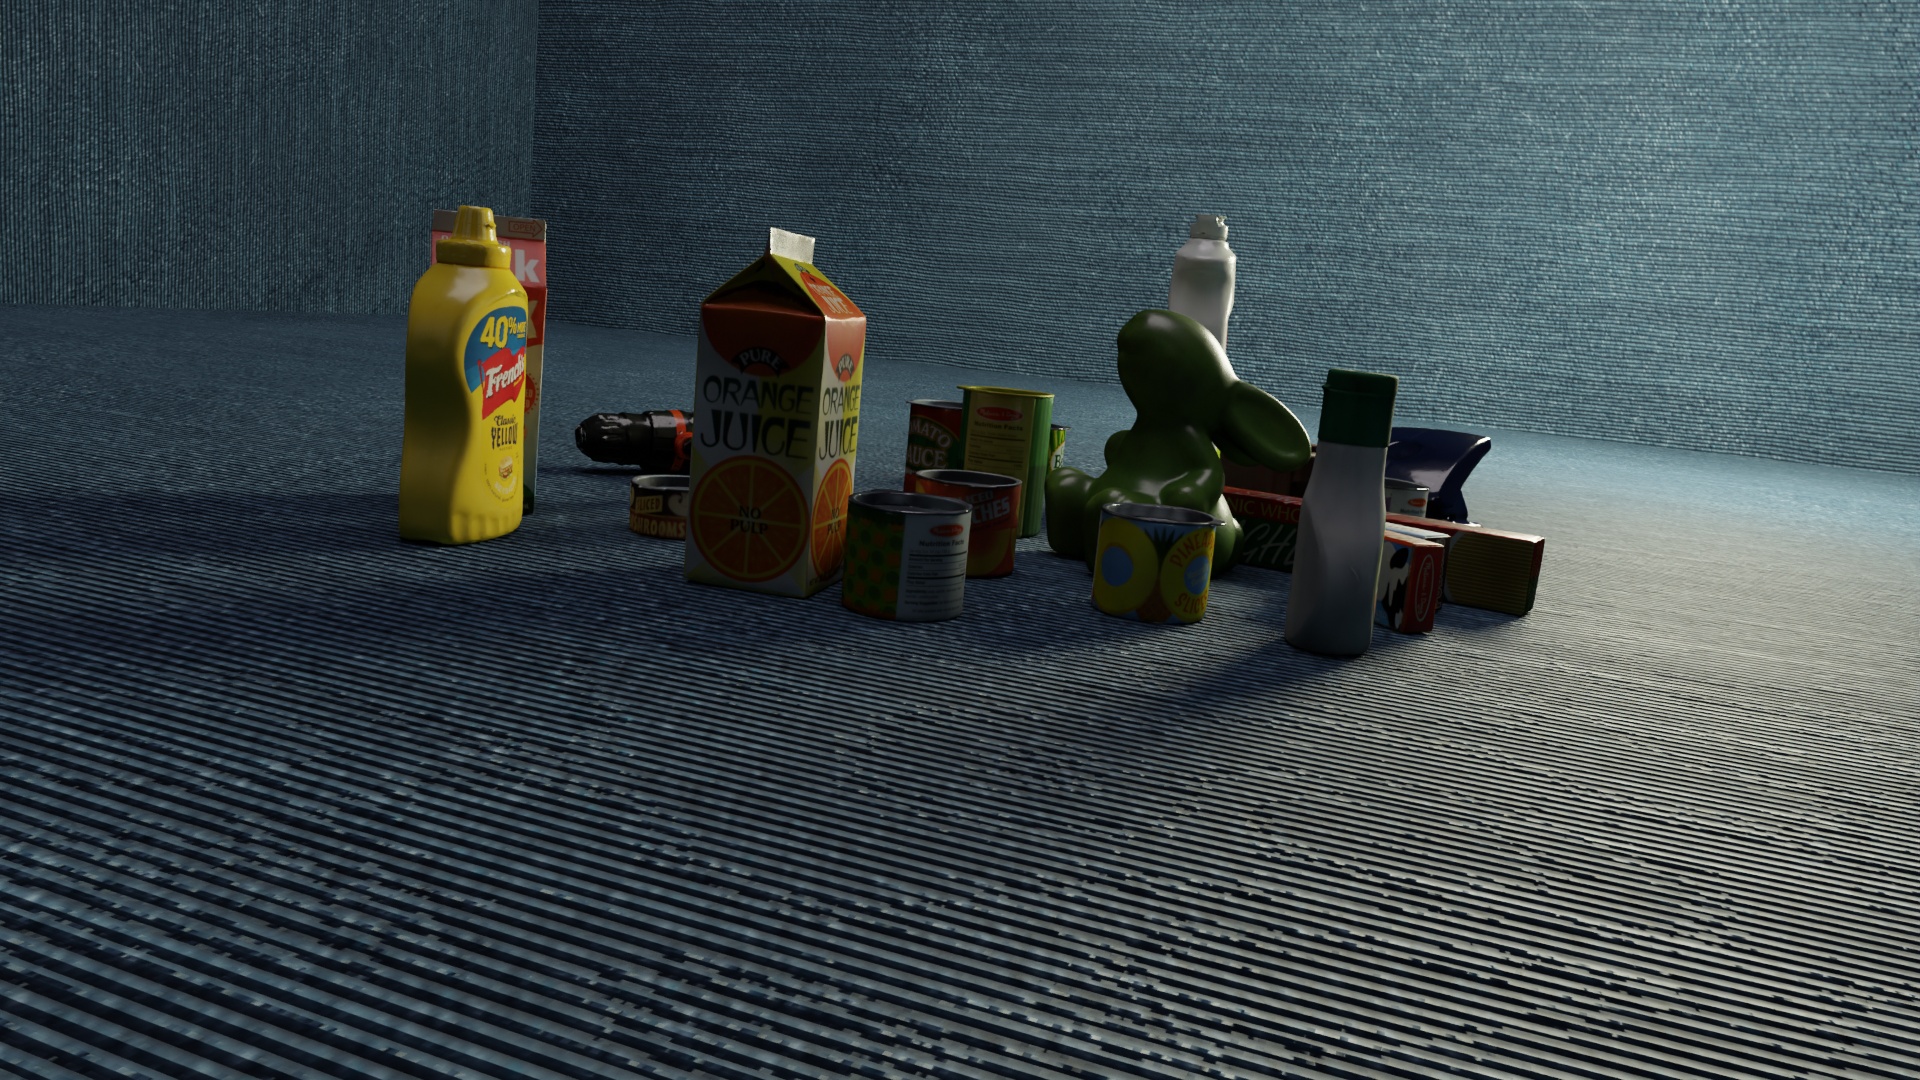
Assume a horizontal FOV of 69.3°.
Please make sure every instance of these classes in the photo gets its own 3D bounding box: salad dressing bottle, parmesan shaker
[{"bbox_3d":[0.202,-0.016,0.733,0.044,0.147,0.064,6,9,2],"label":"salad dressing bottle"},{"bbox_3d":[0.028,-0.058,1.010,0.071,0.103,0.071,5,10,-1],"label":"parmesan shaker"}]

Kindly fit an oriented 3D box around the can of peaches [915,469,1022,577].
[{"bbox_3d":[0.003,-0.011,0.858,0.071,0.058,0.071,5,10,-1],"label":"can of peaches"}]

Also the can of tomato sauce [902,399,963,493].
[{"bbox_3d":[-0.012,-0.066,1.092,0.071,0.083,0.071,5,10,-1],"label":"can of tomato sauce"}]

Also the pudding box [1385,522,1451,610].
[{"bbox_3d":[0.268,0.013,0.888,0.030,0.049,0.084,-2,12,-37],"label":"pudding box"}]

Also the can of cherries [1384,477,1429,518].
[{"bbox_3d":[0.317,-0.017,1.058,0.071,0.058,0.071,5,10,-1],"label":"can of cherries"}]

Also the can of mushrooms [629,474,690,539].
[{"bbox_3d":[-0.181,-0.022,0.894,0.071,0.033,0.071,5,10,-1],"label":"can of mushrooms"}]

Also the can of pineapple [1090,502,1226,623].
[{"bbox_3d":[0.110,0.012,0.785,0.071,0.057,0.071,5,10,-1],"label":"can of pineapple"}]

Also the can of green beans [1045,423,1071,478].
[{"bbox_3d":[0.062,-0.078,1.272,0.071,0.057,0.071,5,10,-1],"label":"can of green beans"}]

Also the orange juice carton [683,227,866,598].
[{"bbox_3d":[-0.099,-0.072,0.762,0.073,0.192,0.072,8,10,13],"label":"orange juice carton"}]

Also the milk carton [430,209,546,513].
[{"bbox_3d":[-0.313,-0.117,0.911,0.072,0.190,0.073,2,10,-21],"label":"milk carton"}]

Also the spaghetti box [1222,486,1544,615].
[{"bbox_3d":[0.260,0.002,0.944,0.250,0.050,0.029,11,11,31],"label":"spaghetti box"}]

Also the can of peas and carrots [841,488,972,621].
[{"bbox_3d":[-0.030,0.007,0.738,0.071,0.058,0.071,5,10,-1],"label":"can of peas and carrots"}]

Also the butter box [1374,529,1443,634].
[{"bbox_3d":[0.245,0.018,0.837,0.024,0.053,0.103,1,11,-22],"label":"butter box"}]
